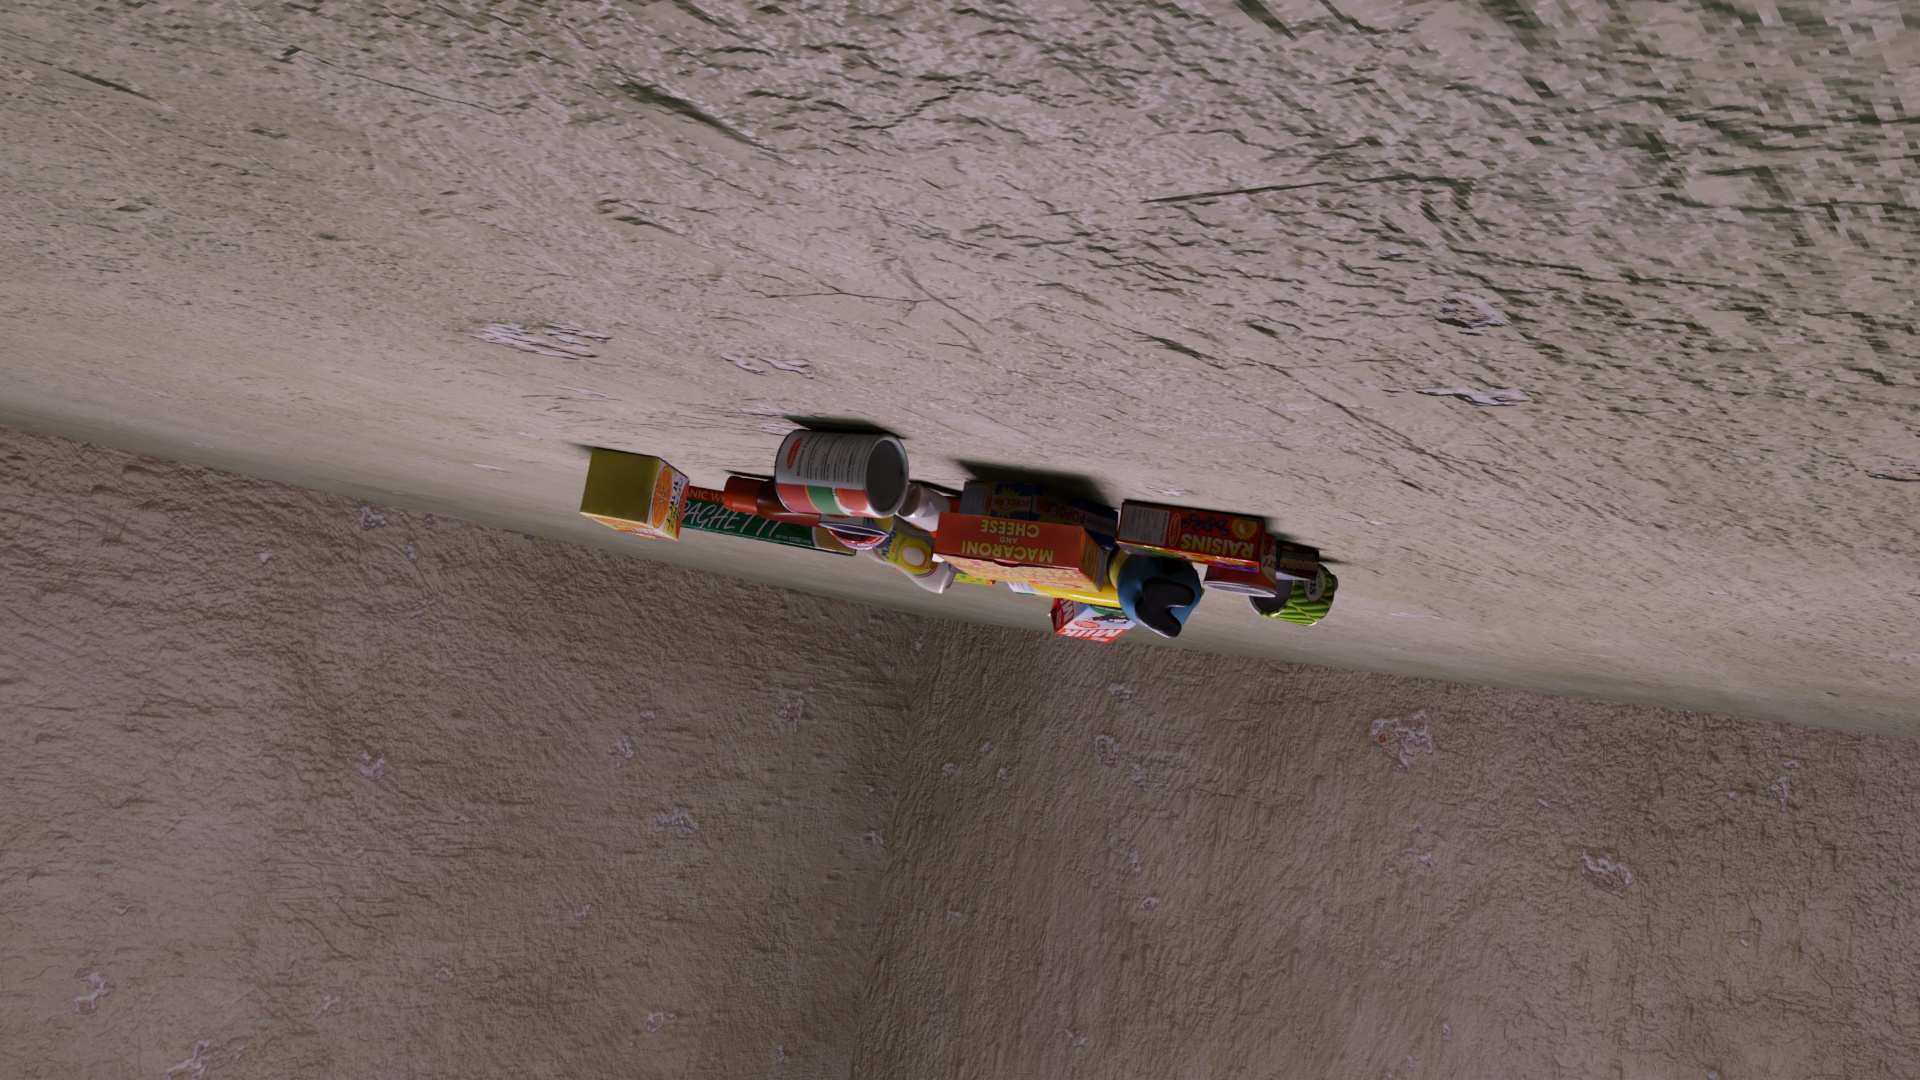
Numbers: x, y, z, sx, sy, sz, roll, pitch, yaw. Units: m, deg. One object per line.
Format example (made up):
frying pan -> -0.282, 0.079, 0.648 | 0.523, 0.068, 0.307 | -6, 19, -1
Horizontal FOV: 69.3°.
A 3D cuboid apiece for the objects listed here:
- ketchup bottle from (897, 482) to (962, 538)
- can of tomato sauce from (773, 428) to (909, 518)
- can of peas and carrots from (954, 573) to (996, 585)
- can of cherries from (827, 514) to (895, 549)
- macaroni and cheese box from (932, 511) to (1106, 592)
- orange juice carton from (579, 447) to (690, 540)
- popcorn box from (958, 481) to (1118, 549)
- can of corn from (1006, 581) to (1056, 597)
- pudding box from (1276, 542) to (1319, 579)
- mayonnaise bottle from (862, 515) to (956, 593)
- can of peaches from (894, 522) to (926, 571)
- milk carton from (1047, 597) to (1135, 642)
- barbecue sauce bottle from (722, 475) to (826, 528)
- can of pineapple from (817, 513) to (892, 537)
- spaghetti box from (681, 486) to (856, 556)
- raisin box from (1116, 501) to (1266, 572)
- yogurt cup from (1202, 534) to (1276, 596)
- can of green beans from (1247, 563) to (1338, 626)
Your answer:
ketchup bottle -> 0.003, -0.014, 1.345 | 0.149, 0.064, 0.043 | 25, -177, -39
can of tomato sauce -> -0.090, -0.051, 1.075 | 0.083, 0.071, 0.071 | 5, 173, 30
can of peas and carrots -> 0.014, 0.016, 1.578 | 0.059, 0.071, 0.071 | 7, 174, 13
can of cherries -> -0.095, -0.026, 1.326 | 0.071, 0.071, 0.058 | 9, 173, 4
macaroni and cheese box -> 0.056, 0.012, 1.206 | 0.124, 0.040, 0.166 | 6, 174, 13
orange juice carton -> -0.348, -0.046, 1.518 | 0.073, 0.072, 0.192 | 10, 174, 2
popcorn box -> 0.072, -0.022, 1.252 | 0.085, 0.038, 0.127 | 5, 173, 43
can of corn -> 0.095, 0.030, 1.605 | 0.058, 0.071, 0.071 | 3, 171, 42
pudding box -> 0.299, 0.020, 1.340 | 0.050, 0.030, 0.083 | 11, 174, -25
mayonnaise bottle -> -0.072, 0.003, 1.539 | 0.148, 0.064, 0.041 | 24, -165, 11
can of peaches -> -0.045, 0.012, 1.676 | 0.071, 0.058, 0.071 | 9, 174, 1
milk carton -> 0.164, 0.072, 1.657 | 0.072, 0.073, 0.190 | 10, 161, -10
barbecue sauce bottle -> -0.172, -0.039, 1.449 | 0.148, 0.043, 0.065 | 9, 174, 8
can of pineapple -> -0.092, -0.037, 1.264 | 0.071, 0.058, 0.071 | 9, 174, 1
spaghetti box -> -0.244, -0.026, 1.661 | 0.250, 0.050, 0.028 | 10, 172, -3
raisin box -> 0.205, -0.003, 1.223 | 0.123, 0.040, 0.086 | 9, 174, 14
yogurt cup -> 0.261, 0.021, 1.286 | 0.072, 0.054, 0.072 | 9, 174, 1
can of green beans -> 0.331, 0.049, 1.394 | 0.058, 0.071, 0.071 | 14, 172, -34
